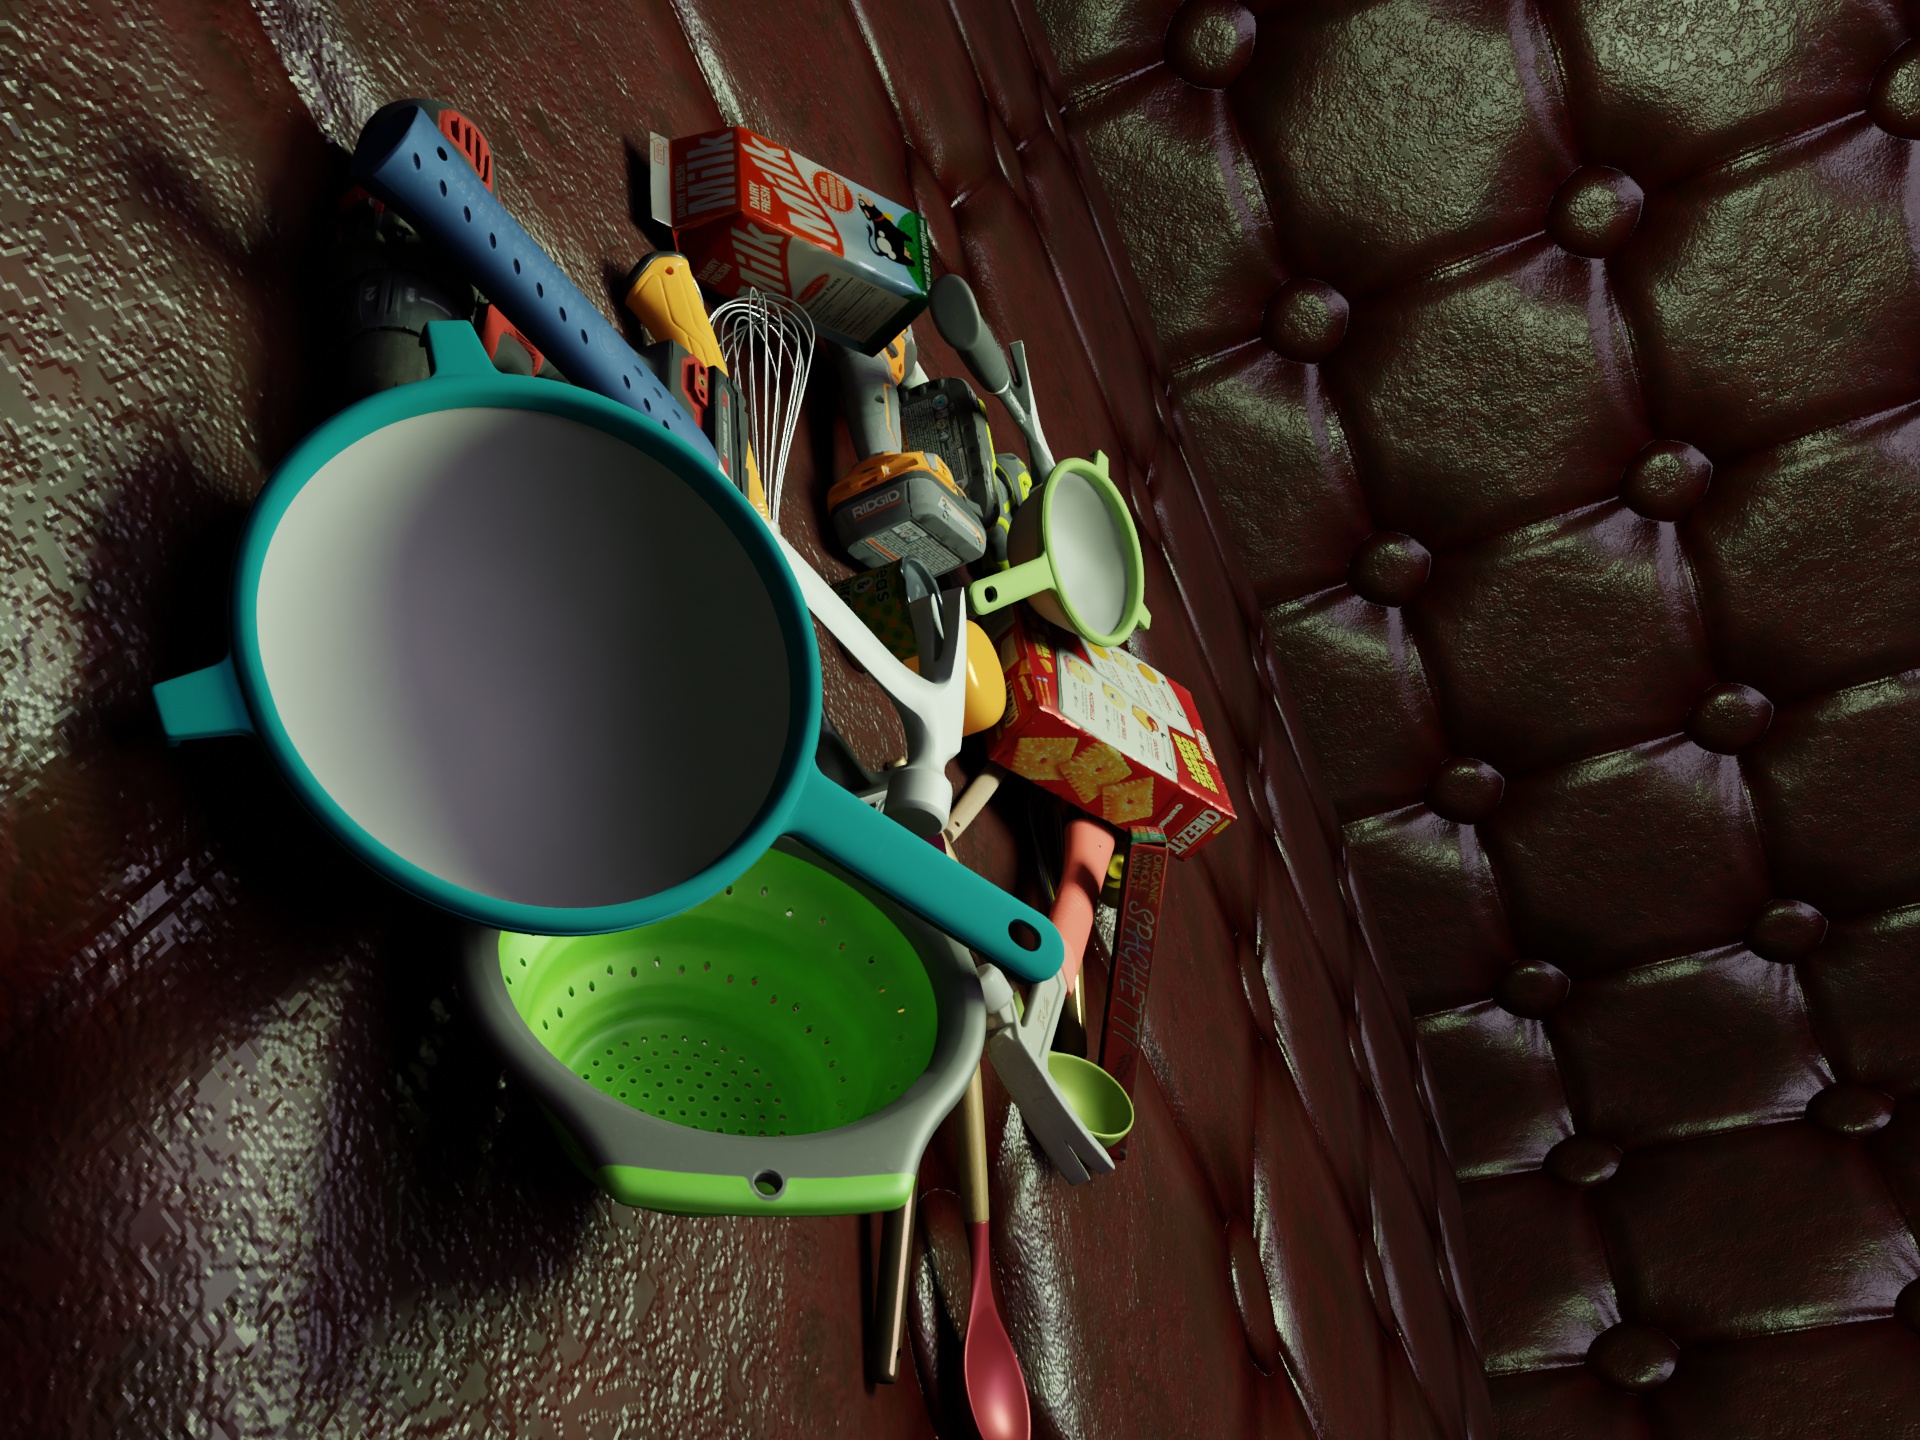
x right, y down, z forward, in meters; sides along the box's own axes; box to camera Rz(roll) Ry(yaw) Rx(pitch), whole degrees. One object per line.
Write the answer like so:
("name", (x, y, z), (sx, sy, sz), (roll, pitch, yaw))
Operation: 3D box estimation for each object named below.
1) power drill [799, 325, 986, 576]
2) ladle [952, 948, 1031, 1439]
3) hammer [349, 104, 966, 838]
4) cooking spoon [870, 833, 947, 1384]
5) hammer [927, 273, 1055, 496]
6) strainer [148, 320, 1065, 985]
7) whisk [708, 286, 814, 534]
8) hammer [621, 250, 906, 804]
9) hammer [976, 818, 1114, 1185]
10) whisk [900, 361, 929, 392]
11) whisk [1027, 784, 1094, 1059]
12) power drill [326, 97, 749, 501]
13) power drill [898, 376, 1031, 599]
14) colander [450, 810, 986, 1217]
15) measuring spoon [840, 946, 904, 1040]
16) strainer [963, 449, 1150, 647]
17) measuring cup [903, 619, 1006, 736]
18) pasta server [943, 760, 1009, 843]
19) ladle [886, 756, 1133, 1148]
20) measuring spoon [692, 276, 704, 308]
("power drill", (-0.053, -0.217, 1.162), (0.164, 0.084, 0.227), (28, 43, -64))
("ladle", (0.007, 0.260, 0.911), (0.069, 0.031, 0.315), (14, 70, -64))
("hammer", (-0.110, -0.109, 0.727), (0.405, 0.035, 0.144), (47, 39, -41))
("cooking spoon", (-0.028, 0.199, 0.887), (0.068, 0.017, 0.319), (60, 29, -53))
("hammer", (0.029, -0.255, 1.183), (0.409, 0.036, 0.149), (12, 61, -80))
("strainer", (-0.114, 0.020, 0.609), (0.340, 0.095, 0.211), (34, 54, -19))
("whisk", (-0.117, -0.137, 0.943), (0.070, 0.070, 0.285), (39, 43, -59))
("hammer", (-0.112, -0.109, 0.888), (0.127, 0.034, 0.337), (-15, 79, -27))
("hammer", (0.077, 0.164, 1.113), (0.149, 0.036, 0.359), (59, 19, -10))
("whisk", (-0.060, -0.311, 1.280), (0.058, 0.059, 0.246), (51, 0, 34))
("whisk", (0.081, 0.155, 1.278), (0.047, 0.051, 0.245), (26, 50, -37))
("power drill", (-0.190, -0.143, 0.715), (0.226, 0.080, 0.188), (43, 35, -51))
("power drill", (0.018, -0.173, 1.331), (0.223, 0.080, 0.171), (39, 38, -64))
("colander", (-0.118, 0.077, 0.690), (0.398, 0.204, 0.094), (-111, -146, -52))
("measuring spoon", (-0.044, 0.162, 0.948), (0.021, 0.011, 0.116), (-80, 147, -54))
("strainer", (0.054, -0.113, 1.220), (0.256, 0.069, 0.151), (-27, 103, -53))
("measuring cup", (-0.002, -0.004, 1.151), (0.174, 0.052, 0.095), (-89, 154, -48))
("pasta server", (0.036, 0.030, 1.253), (0.060, 0.040, 0.316), (44, 23, -1))
("ladle", (0.033, 0.162, 1.101), (0.320, 0.062, 0.078), (65, 21, -14))
("measuring spoon", (-0.165, -0.209, 0.946), (0.034, 0.018, 0.124), (22, 60, -67))
